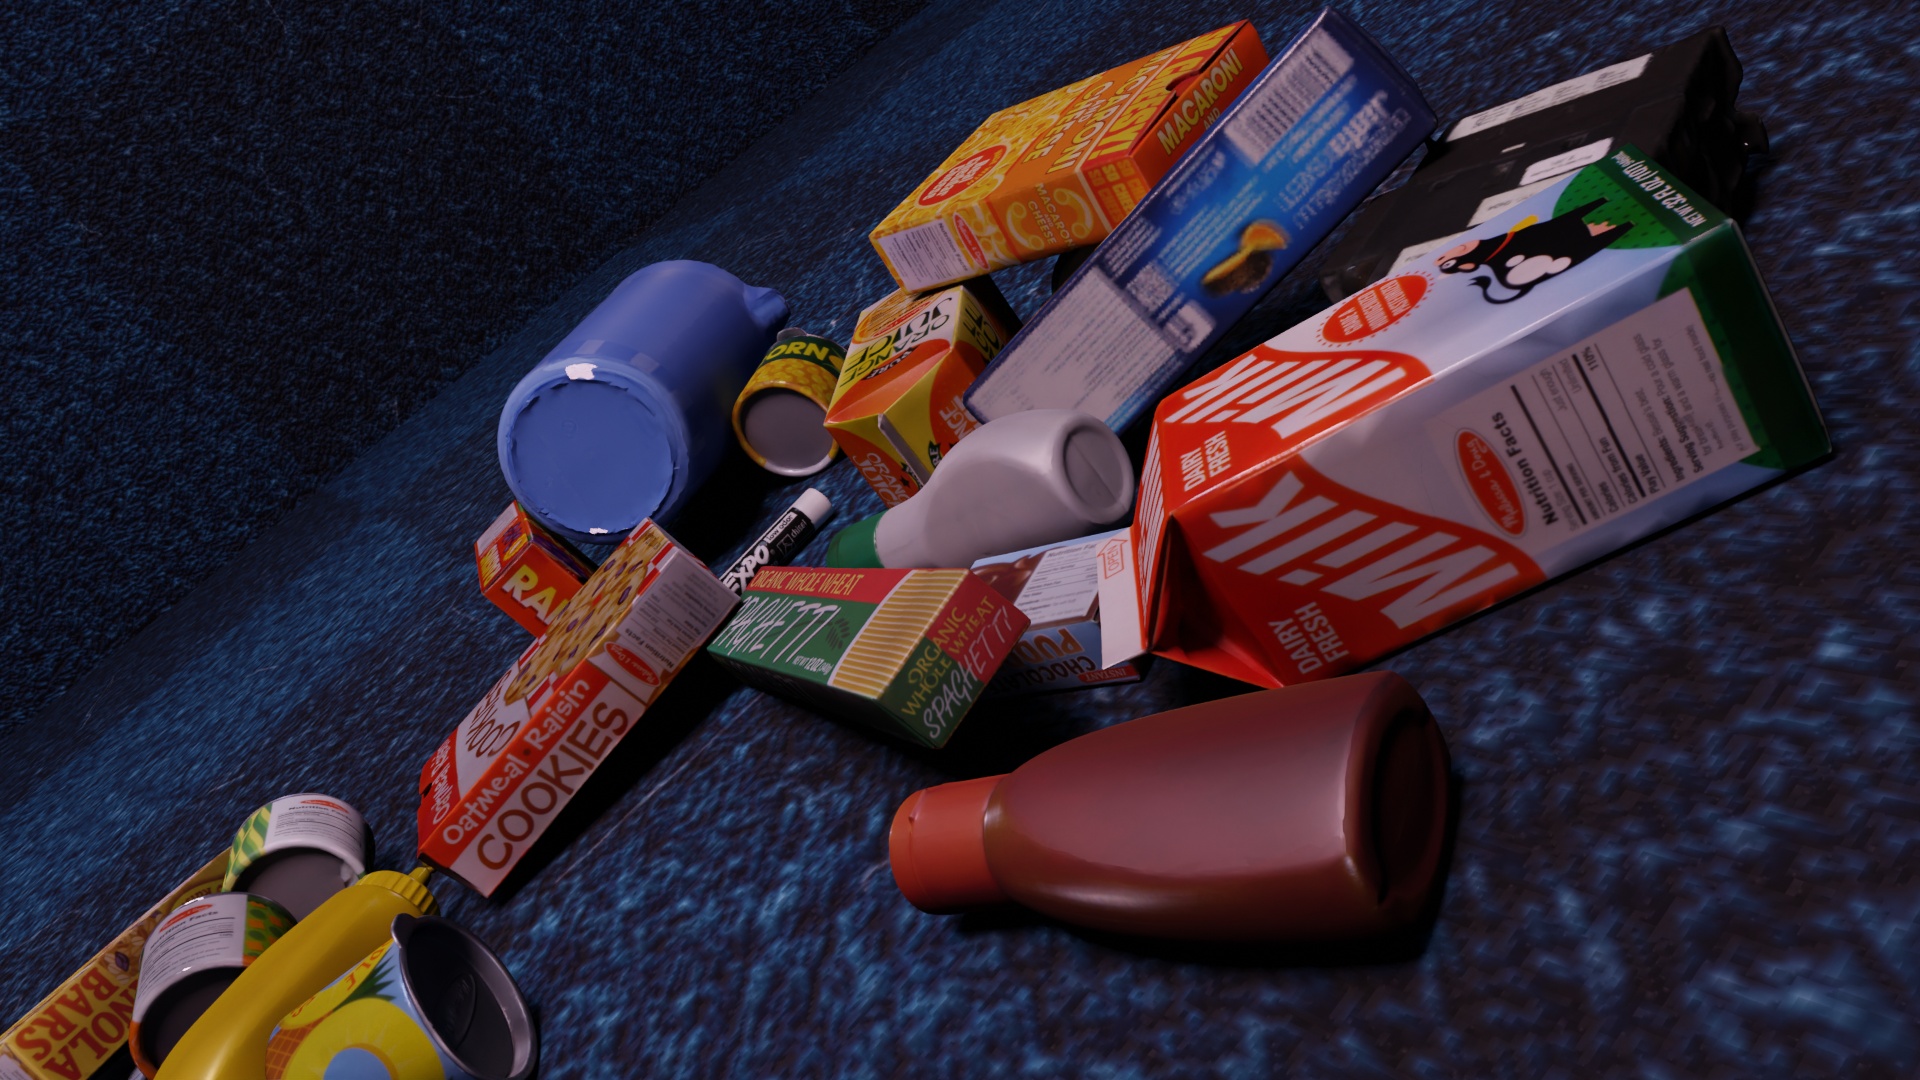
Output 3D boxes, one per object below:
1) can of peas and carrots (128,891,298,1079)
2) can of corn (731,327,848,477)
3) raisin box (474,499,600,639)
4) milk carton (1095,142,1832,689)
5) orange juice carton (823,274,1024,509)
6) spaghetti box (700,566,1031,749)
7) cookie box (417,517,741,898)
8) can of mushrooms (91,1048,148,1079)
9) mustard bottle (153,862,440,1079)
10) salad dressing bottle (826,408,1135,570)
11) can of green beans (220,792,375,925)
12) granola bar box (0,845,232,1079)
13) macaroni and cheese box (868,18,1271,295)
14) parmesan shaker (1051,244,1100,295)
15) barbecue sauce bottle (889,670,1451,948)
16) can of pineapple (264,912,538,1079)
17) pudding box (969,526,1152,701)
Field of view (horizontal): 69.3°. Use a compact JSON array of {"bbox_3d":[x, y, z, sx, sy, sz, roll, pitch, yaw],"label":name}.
[{"bbox_3d":[-0.320,0.198,0.604,0.071,0.070,0.059,-41,28,-10],"label":"can of peas and carrots"},{"bbox_3d":[-0.096,-0.081,0.817,0.071,0.071,0.058,-24,26,27],"label":"can of corn"},{"bbox_3d":[-0.219,0.028,0.763,0.040,0.086,0.123,-47,23,-5],"label":"raisin box"},{"bbox_3d":[0.121,-0.023,0.391,0.190,0.073,0.073,-29,24,19],"label":"milk carton"},{"bbox_3d":[-0.010,-0.068,0.667,0.073,0.071,0.193,-29,23,17],"label":"orange juice carton"},{"bbox_3d":[-0.049,0.037,0.522,0.050,0.028,0.250,-53,17,-15],"label":"spaghetti box"},{"bbox_3d":[-0.182,0.069,0.647,0.167,0.040,0.123,-50,20,-7],"label":"cookie box"},{"bbox_3d":[-0.366,0.255,0.601,0.071,0.033,0.071,-30,24,15],"label":"can of mushrooms"},{"bbox_3d":[-0.246,0.178,0.547,0.048,0.065,0.161,-22,21,21],"label":"mustard bottle"},{"bbox_3d":[0.002,-0.007,0.551,0.147,0.064,0.044,-21,23,47],"label":"salad dressing bottle"},{"bbox_3d":[-0.317,0.163,0.668,0.071,0.071,0.058,-41,23,-10],"label":"can of green beans"},{"bbox_3d":[-0.425,0.232,0.670,0.124,0.039,0.166,-38,10,14],"label":"granola bar box"},{"bbox_3d":[0.051,-0.180,0.661,0.166,0.040,0.124,-5,38,46],"label":"macaroni and cheese box"},{"bbox_3d":[0.088,-0.147,0.683,0.071,0.071,0.103,-22,26,32],"label":"parmesan shaker"},{"bbox_3d":[0.045,0.073,0.354,0.148,0.043,0.065,-17,29,40],"label":"barbecue sauce bottle"},{"bbox_3d":[-0.188,0.169,0.467,0.058,0.071,0.071,-36,22,1],"label":"can of pineapple"},{"bbox_3d":[0.032,0.026,0.481,0.083,0.030,0.050,-14,33,43],"label":"pudding box"}]
